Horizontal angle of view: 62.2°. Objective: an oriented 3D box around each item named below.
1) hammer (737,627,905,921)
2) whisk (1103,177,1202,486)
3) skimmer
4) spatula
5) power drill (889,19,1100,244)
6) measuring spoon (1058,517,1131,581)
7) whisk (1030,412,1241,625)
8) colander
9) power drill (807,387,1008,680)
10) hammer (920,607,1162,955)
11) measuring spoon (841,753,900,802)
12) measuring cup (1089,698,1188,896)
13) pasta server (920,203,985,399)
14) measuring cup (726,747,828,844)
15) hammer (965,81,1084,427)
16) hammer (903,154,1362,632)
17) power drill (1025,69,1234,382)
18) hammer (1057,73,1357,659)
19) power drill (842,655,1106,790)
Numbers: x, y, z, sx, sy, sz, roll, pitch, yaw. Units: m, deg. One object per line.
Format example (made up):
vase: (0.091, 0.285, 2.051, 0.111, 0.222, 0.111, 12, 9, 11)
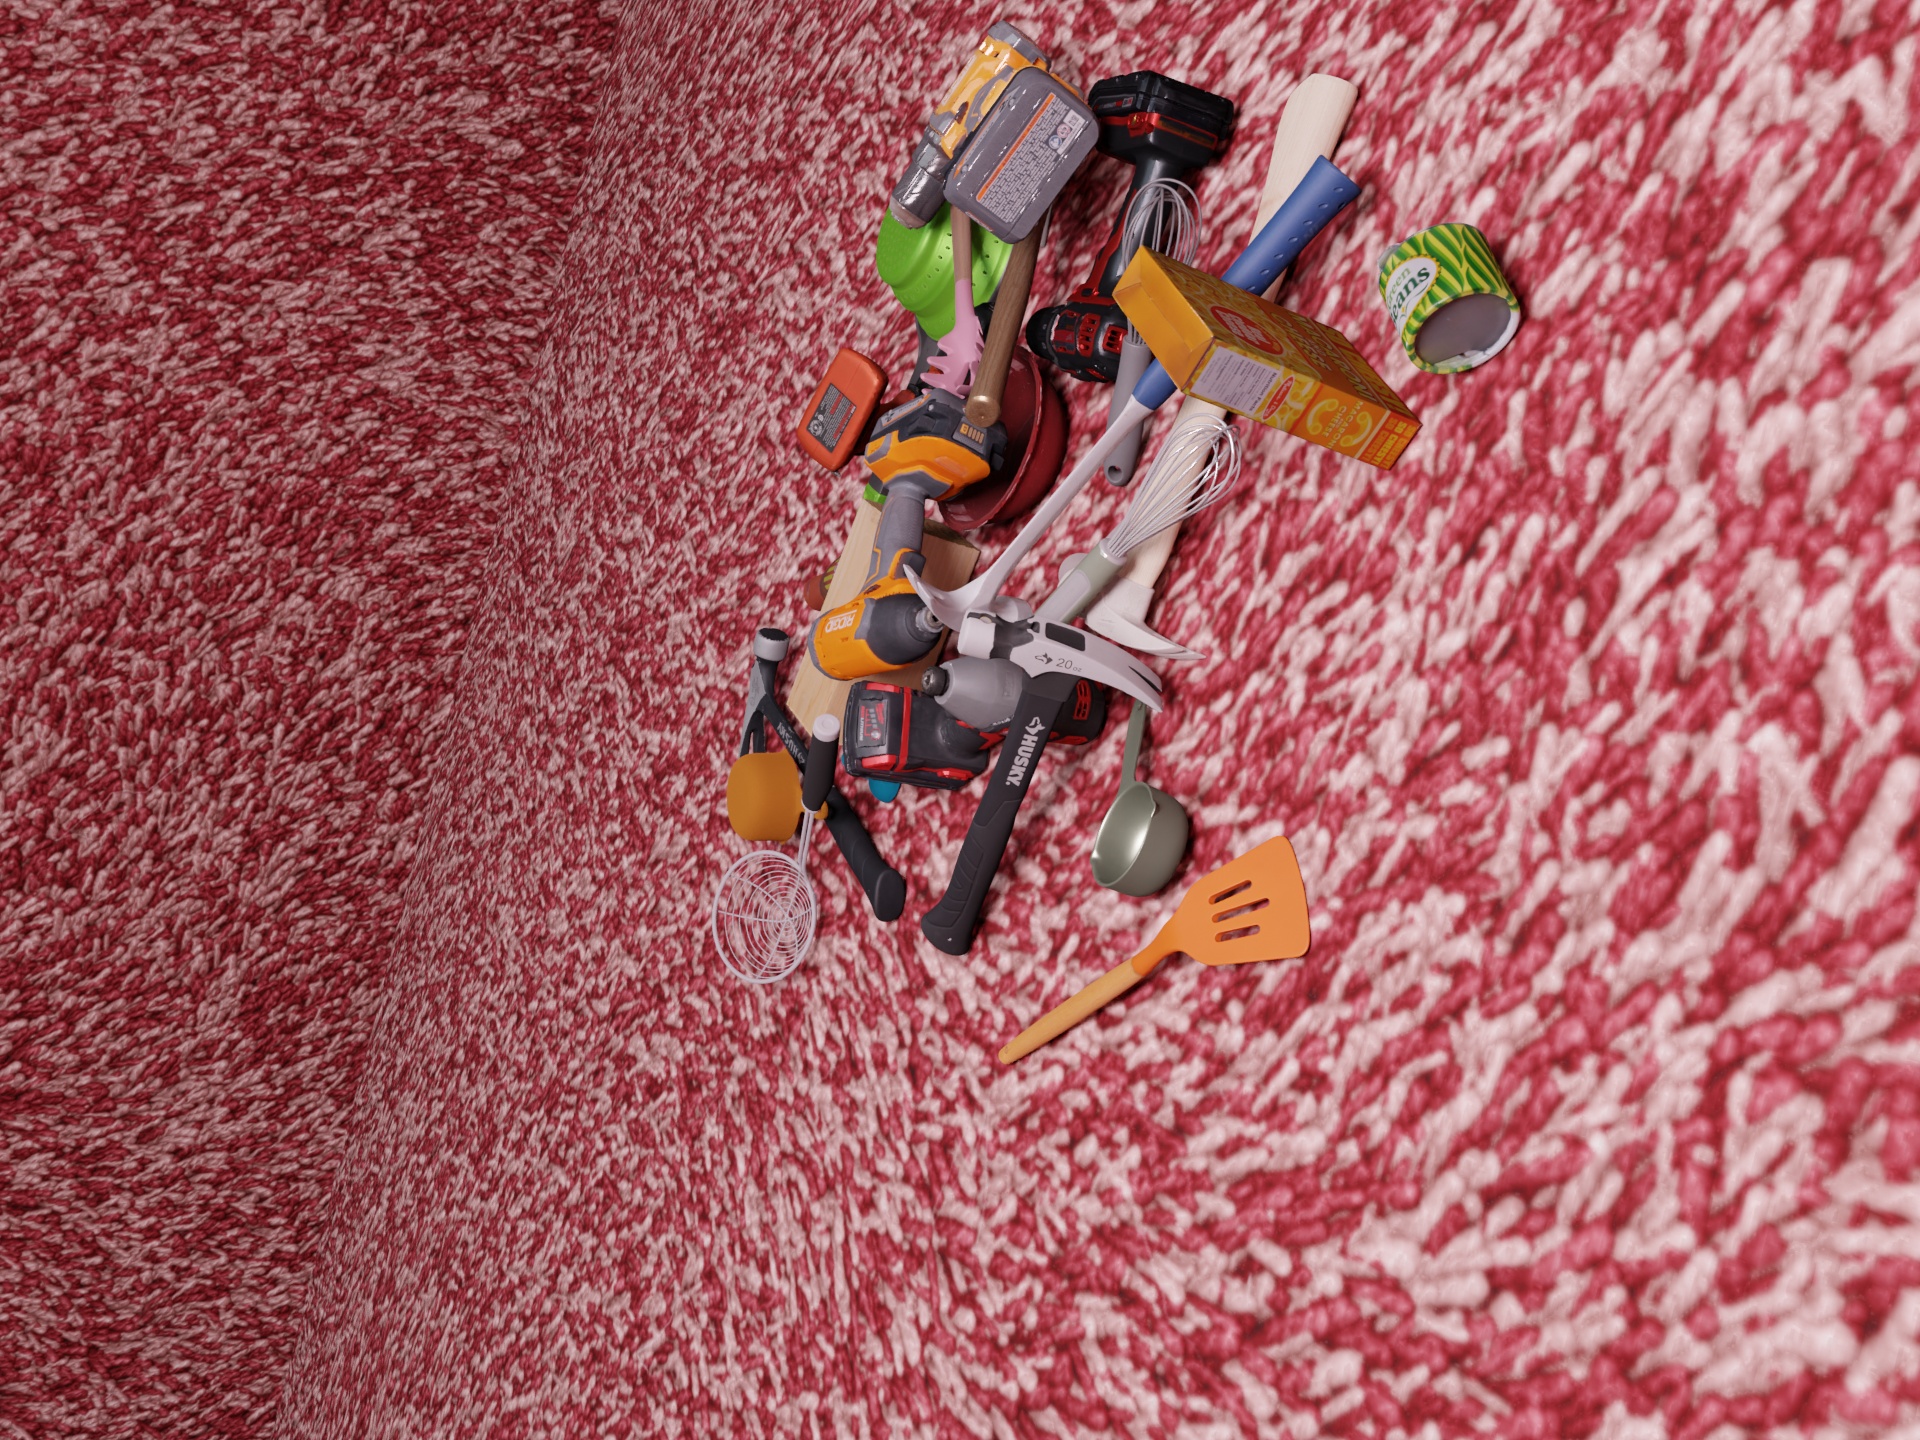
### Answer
hammer: (-0.140, 0.064, 1.541, 0.409, 0.036, 0.149, 52, 133, 52)
whisk: (0.133, -0.276, 1.160, 0.055, 0.055, 0.238, -114, 24, -47)
skimmer: (-0.165, 0.115, 1.429, 0.127, 0.090, 0.363, 58, 153, 25)
spatula: (0.117, 0.177, 1.083, 0.322, 0.041, 0.081, -46, 41, 48)
power drill: (0.016, -0.461, 1.293, 0.185, 0.084, 0.226, -50, 29, 20)
measuring spoon: (0.112, -0.140, 1.223, 0.124, 0.018, 0.034, -43, 43, 42)
whisk: (0.112, -0.123, 1.113, 0.058, 0.059, 0.246, 54, 130, 13)
colander: (-0.047, -0.379, 1.518, 0.397, 0.094, 0.205, -66, 32, 18)
power drill: (-0.037, -0.145, 1.274, 0.164, 0.084, 0.226, -8, 62, 58)
hammer: (0.035, 0.062, 1.173, 0.035, 0.146, 0.334, -84, 10, -48)
measuring spoon: (-0.092, 0.045, 1.490, 0.129, 0.021, 0.042, 21, 97, 60)
measuring cup: (0.131, 0.049, 1.107, 0.083, 0.038, 0.168, -48, 23, 47)
pasta server: (-0.003, -0.402, 1.375, 0.060, 0.040, 0.316, -22, 58, 36)
measuring cup: (-0.177, 0.077, 1.517, 0.174, 0.052, 0.095, -172, 83, -65)
hammer: (0.049, -0.371, 1.312, 0.130, 0.031, 0.332, 108, 176, -59)
hammer: (0.116, -0.210, 1.086, 0.405, 0.144, 0.035, -49, 61, 22)
power drill: (0.119, -0.382, 1.259, 0.188, 0.080, 0.226, -140, 63, -65)
hammer: (0.189, -0.245, 1.116, 0.146, 0.038, 0.410, 35, 107, 53)
power drill: (-0.002, -0.004, 1.240, 0.219, 0.143, 0.079, -19, 64, 58)
